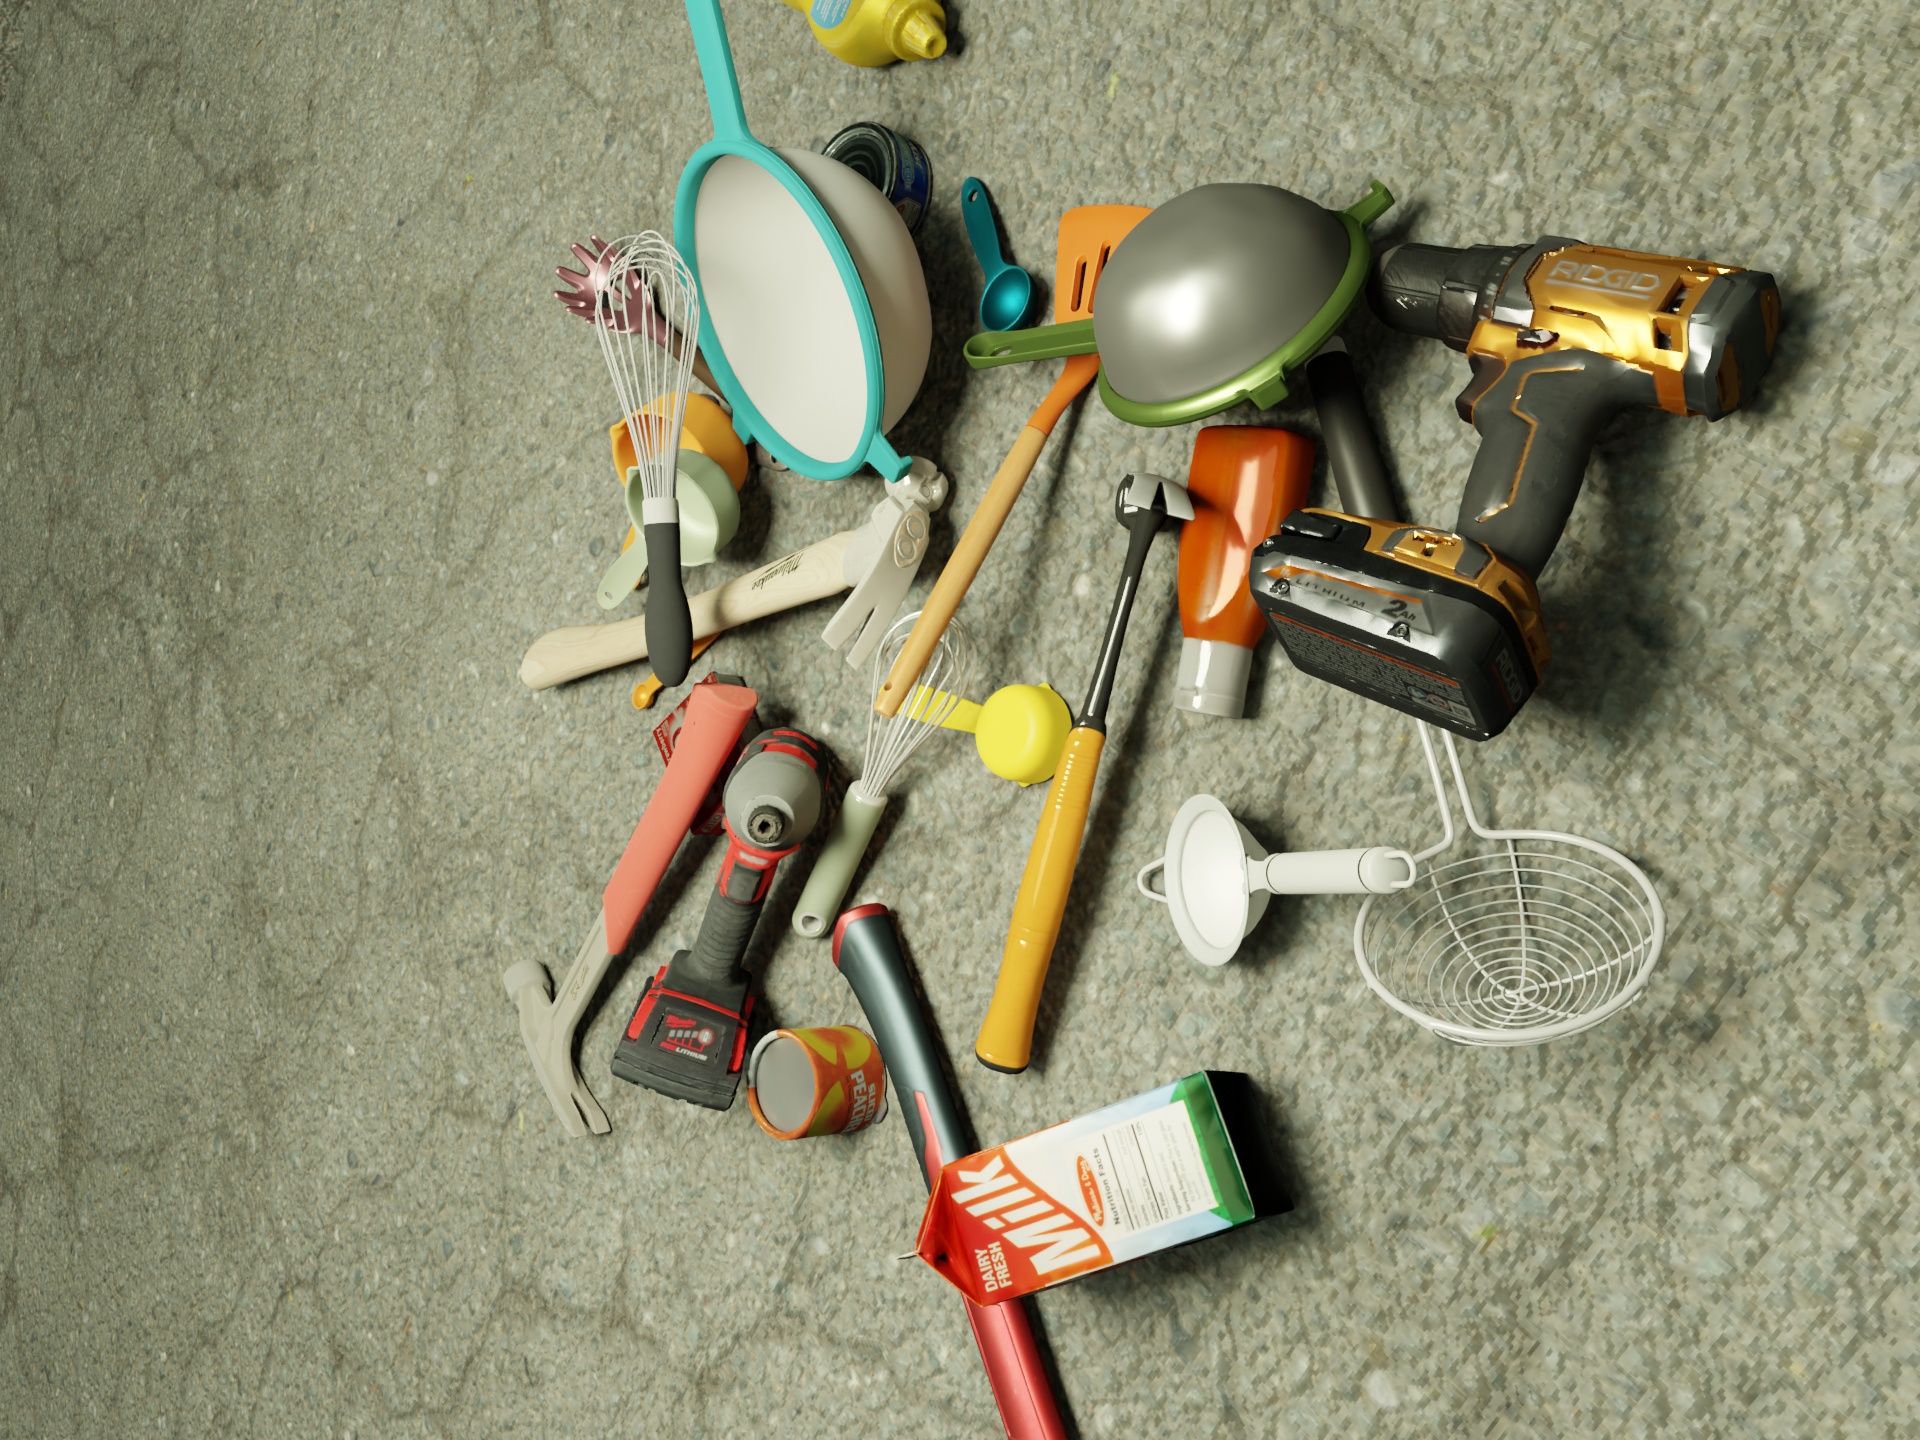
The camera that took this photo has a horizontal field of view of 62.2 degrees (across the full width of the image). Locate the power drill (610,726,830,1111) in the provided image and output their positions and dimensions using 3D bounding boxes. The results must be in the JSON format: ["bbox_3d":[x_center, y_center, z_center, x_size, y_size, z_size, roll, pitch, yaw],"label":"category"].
[{"bbox_3d":[-0.140,0.119,0.983,0.143,0.078,0.219,-99,29,-78],"label":"power drill"}]

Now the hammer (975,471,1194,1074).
[{"bbox_3d":[0.062,0.035,0.850,0.034,0.127,0.337,14,101,0],"label":"hammer"}]

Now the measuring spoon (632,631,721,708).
[{"bbox_3d":[-0.196,-0.045,1.136,0.117,0.011,0.021,-40,55,26],"label":"measuring spoon"}]

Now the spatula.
[{"bbox_3d":[0.027,-0.147,0.899,0.081,0.041,0.323,19,77,41],"label":"spatula"}]

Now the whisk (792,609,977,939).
[{"bbox_3d":[-0.053,0.037,0.964,0.059,0.058,0.246,-77,11,-63],"label":"whisk"}]

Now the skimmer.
[{"bbox_3d":[0.211,-0.031,0.727,0.127,0.090,0.363,-15,71,11],"label":"skimmer"}]

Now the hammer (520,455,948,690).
[{"bbox_3d":[-0.181,-0.064,1.074,0.411,0.038,0.146,-13,44,43],"label":"hammer"}]

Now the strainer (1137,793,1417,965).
[{"bbox_3d":[0.148,0.073,0.740,0.258,0.050,0.087,154,113,-76],"label":"strainer"}]

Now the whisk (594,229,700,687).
[{"bbox_3d":[-0.190,-0.163,0.997,0.070,0.070,0.284,-1,93,41],"label":"whisk"}]

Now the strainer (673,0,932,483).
[{"bbox_3d":[-0.094,-0.318,0.954,0.211,0.095,0.340,23,134,49],"label":"strainer"}]

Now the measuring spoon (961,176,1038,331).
[{"bbox_3d":[0.024,-0.285,0.975,0.042,0.021,0.129,-37,53,34],"label":"measuring spoon"}]

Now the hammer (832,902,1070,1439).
[{"bbox_3d":[0.014,0.275,0.892,0.143,0.038,0.387,-36,63,31],"label":"hammer"}]

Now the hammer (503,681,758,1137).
[{"bbox_3d":[-0.221,0.121,1.088,0.149,0.036,0.359,53,125,32],"label":"hammer"}]

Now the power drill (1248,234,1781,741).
[{"bbox_3d":[0.219,-0.121,0.701,0.185,0.084,0.226,28,77,41],"label":"power drill"}]

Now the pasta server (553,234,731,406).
[{"bbox_3d":[-0.199,-0.265,1.148,0.316,0.040,0.060,43,101,35],"label":"pasta server"}]

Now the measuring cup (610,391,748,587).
[{"bbox_3d":[-0.206,-0.159,1.130,0.095,0.052,0.173,38,138,4],"label":"measuring cup"}]

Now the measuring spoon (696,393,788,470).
[{"bbox_3d":[-0.161,-0.201,1.118,0.124,0.018,0.034,32,105,38],"label":"measuring spoon"}]

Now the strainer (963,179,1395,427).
[{"bbox_3d":[0.082,-0.222,0.817,0.256,0.069,0.151,4,55,46],"label":"strainer"}]

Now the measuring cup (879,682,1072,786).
[{"bbox_3d":[-0.002,-0.003,0.946,0.157,0.029,0.062,16,95,41],"label":"measuring cup"}]

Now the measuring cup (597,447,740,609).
[{"bbox_3d":[-0.206,-0.126,1.092,0.083,0.038,0.167,47,137,-5],"label":"measuring cup"}]
